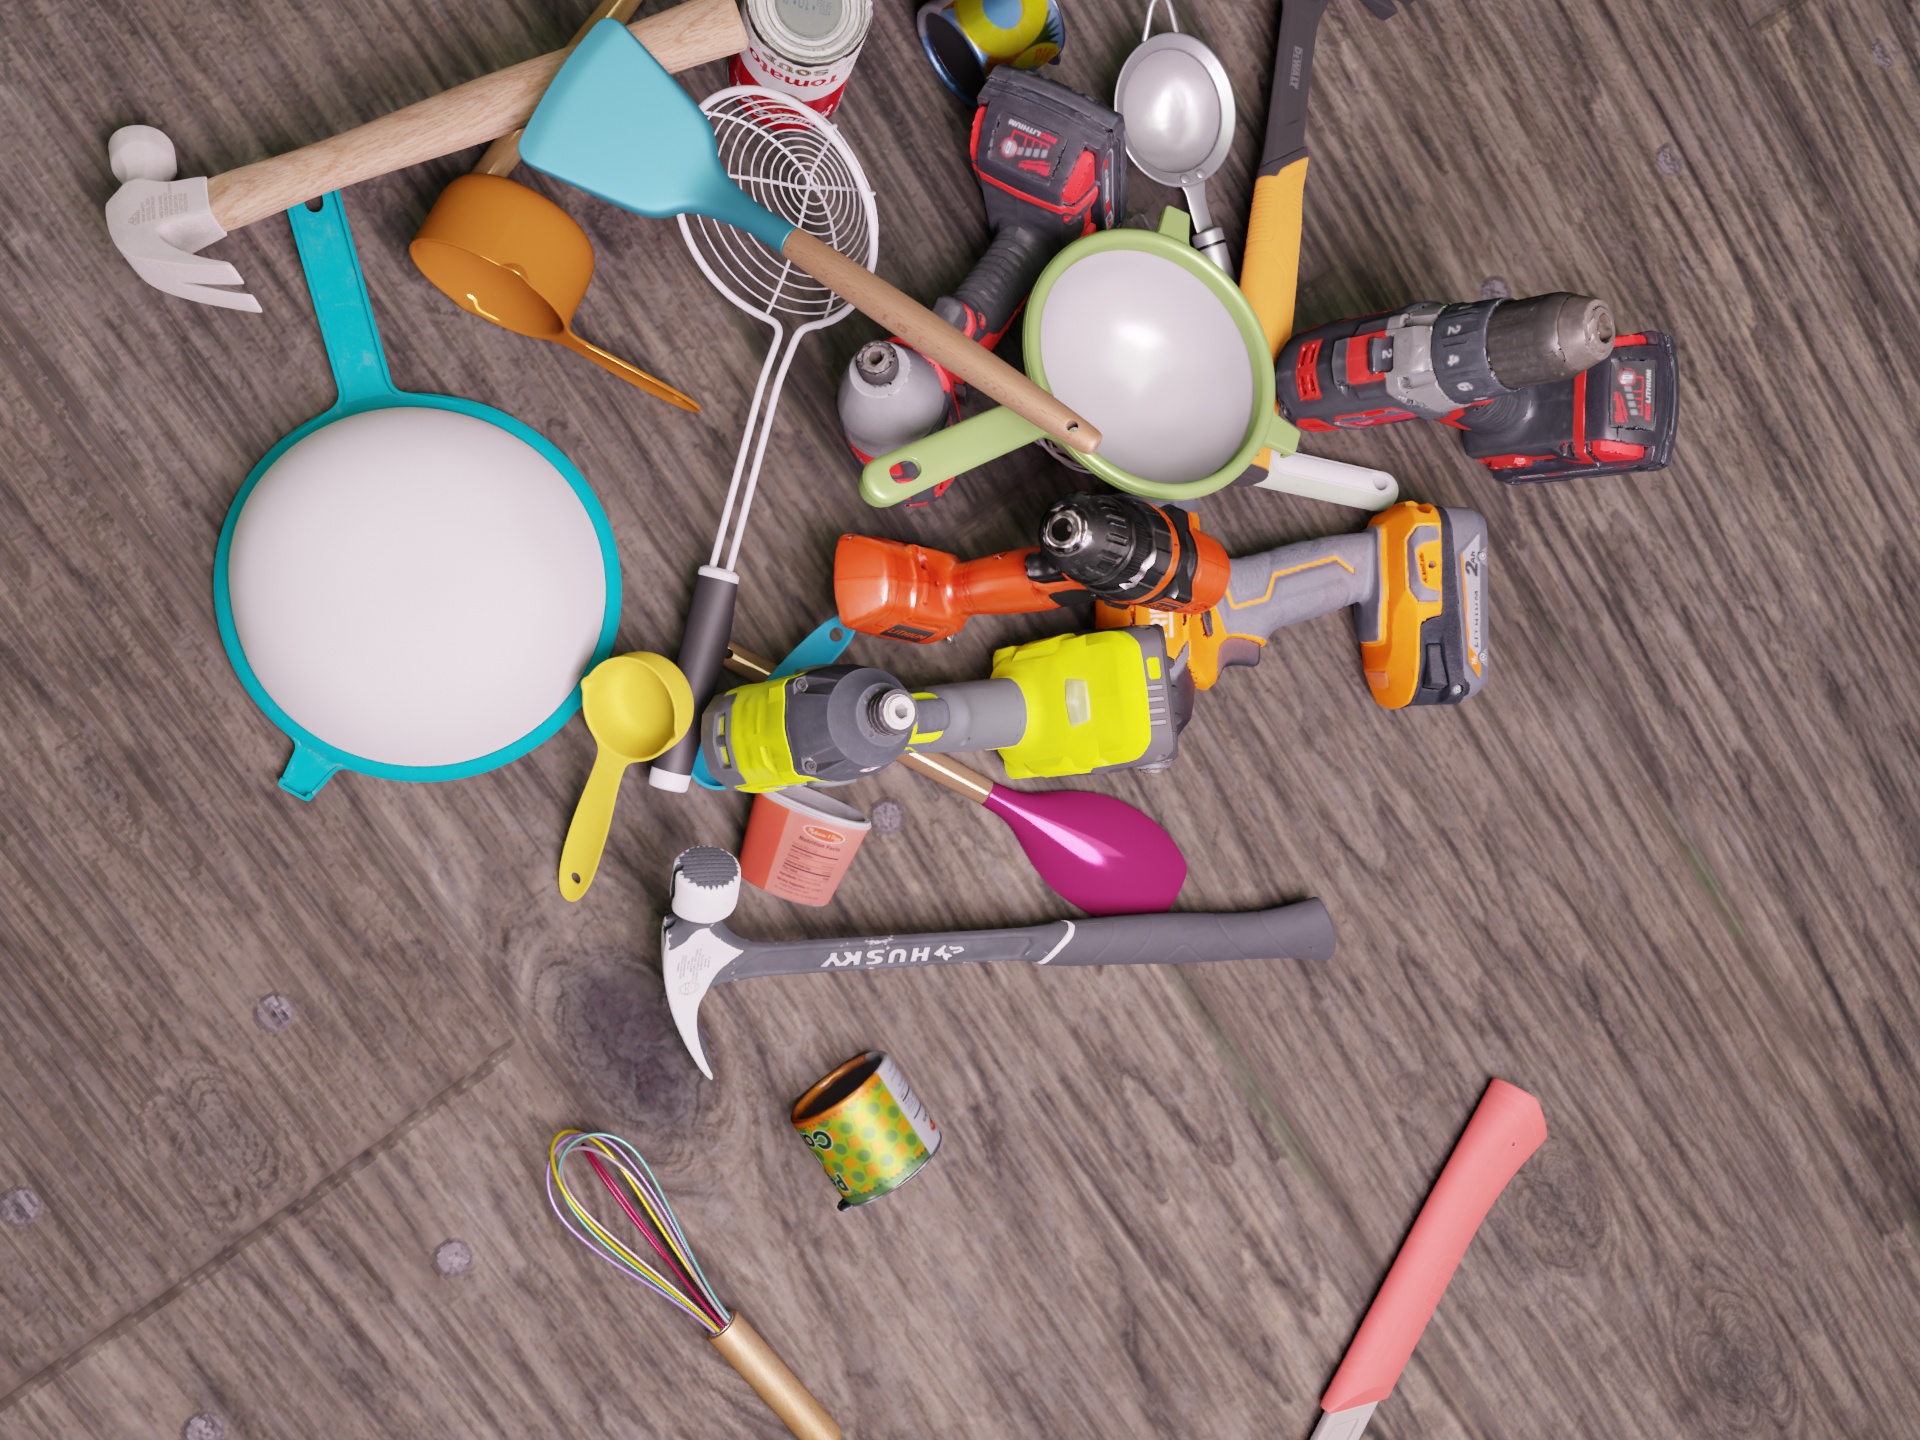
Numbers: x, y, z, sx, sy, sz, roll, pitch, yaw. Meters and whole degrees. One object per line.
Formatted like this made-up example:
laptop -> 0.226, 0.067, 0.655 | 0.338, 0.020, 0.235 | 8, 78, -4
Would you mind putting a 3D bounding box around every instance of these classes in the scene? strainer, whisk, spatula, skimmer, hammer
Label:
strainer -> 0.048, -0.161, 0.842 | 0.256, 0.069, 0.151 | -28, 91, -24
whisk -> -0.145, 0.319, 0.888 | 0.051, 0.047, 0.245 | -40, 103, -11
whisk -> 0.153, -0.159, 0.949 | 0.246, 0.059, 0.058 | 9, 60, -17
strainer -> 0.143, -0.294, 0.948 | 0.087, 0.050, 0.258 | -23, 101, -23
spatula -> -0.065, -0.221, 0.771 | 0.317, 0.044, 0.082 | 35, 92, 8
skimmer -> -0.129, -0.141, 0.842 | 0.127, 0.090, 0.363 | 15, 92, 24
hammer -> 0.252, 0.381, 0.978 | 0.149, 0.037, 0.359 | 31, 84, -11
hammer -> -0.265, -0.296, 0.799 | 0.331, 0.031, 0.130 | -20, 61, -2
hammer -> 0.033, 0.132, 0.906 | 0.408, 0.036, 0.149 | 0, 127, -19
strainer -> -0.299, -0.133, 0.820 | 0.211, 0.095, 0.340 | -15, 95, -12
hammer -> 0.191, -0.300, 0.932 | 0.127, 0.034, 0.337 | 13, 82, -25

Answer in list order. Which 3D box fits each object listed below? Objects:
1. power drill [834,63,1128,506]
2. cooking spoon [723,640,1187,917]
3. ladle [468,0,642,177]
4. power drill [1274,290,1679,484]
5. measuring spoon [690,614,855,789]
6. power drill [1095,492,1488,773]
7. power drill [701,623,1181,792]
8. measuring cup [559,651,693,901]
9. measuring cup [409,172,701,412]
power drill -> 0.005, -0.232, 0.864 | 0.078, 0.143, 0.220 | 28, 82, 12
cooking spoon -> -0.007, 0.031, 0.925 | 0.318, 0.017, 0.069 | 29, 87, -11
ladle -> -0.195, -0.388, 0.879 | 0.069, 0.031, 0.315 | 36, 84, -10
power drill -> 0.313, -0.189, 0.885 | 0.226, 0.188, 0.080 | 1, 90, -38
measuring spoon -> -0.102, -0.012, 0.892 | 0.128, 0.021, 0.042 | -45, 80, 4
power drill -> 0.190, -0.052, 0.941 | 0.226, 0.084, 0.164 | -1, 91, -8
power drill -> -0.001, -0.003, 0.829 | 0.223, 0.171, 0.080 | -6, 88, -32
measuring cup -> -0.186, 0.032, 0.862 | 0.062, 0.029, 0.156 | 29, 116, 11
measuring cup -> -0.205, -0.229, 0.858 | 0.173, 0.095, 0.052 | 28, 77, -30
